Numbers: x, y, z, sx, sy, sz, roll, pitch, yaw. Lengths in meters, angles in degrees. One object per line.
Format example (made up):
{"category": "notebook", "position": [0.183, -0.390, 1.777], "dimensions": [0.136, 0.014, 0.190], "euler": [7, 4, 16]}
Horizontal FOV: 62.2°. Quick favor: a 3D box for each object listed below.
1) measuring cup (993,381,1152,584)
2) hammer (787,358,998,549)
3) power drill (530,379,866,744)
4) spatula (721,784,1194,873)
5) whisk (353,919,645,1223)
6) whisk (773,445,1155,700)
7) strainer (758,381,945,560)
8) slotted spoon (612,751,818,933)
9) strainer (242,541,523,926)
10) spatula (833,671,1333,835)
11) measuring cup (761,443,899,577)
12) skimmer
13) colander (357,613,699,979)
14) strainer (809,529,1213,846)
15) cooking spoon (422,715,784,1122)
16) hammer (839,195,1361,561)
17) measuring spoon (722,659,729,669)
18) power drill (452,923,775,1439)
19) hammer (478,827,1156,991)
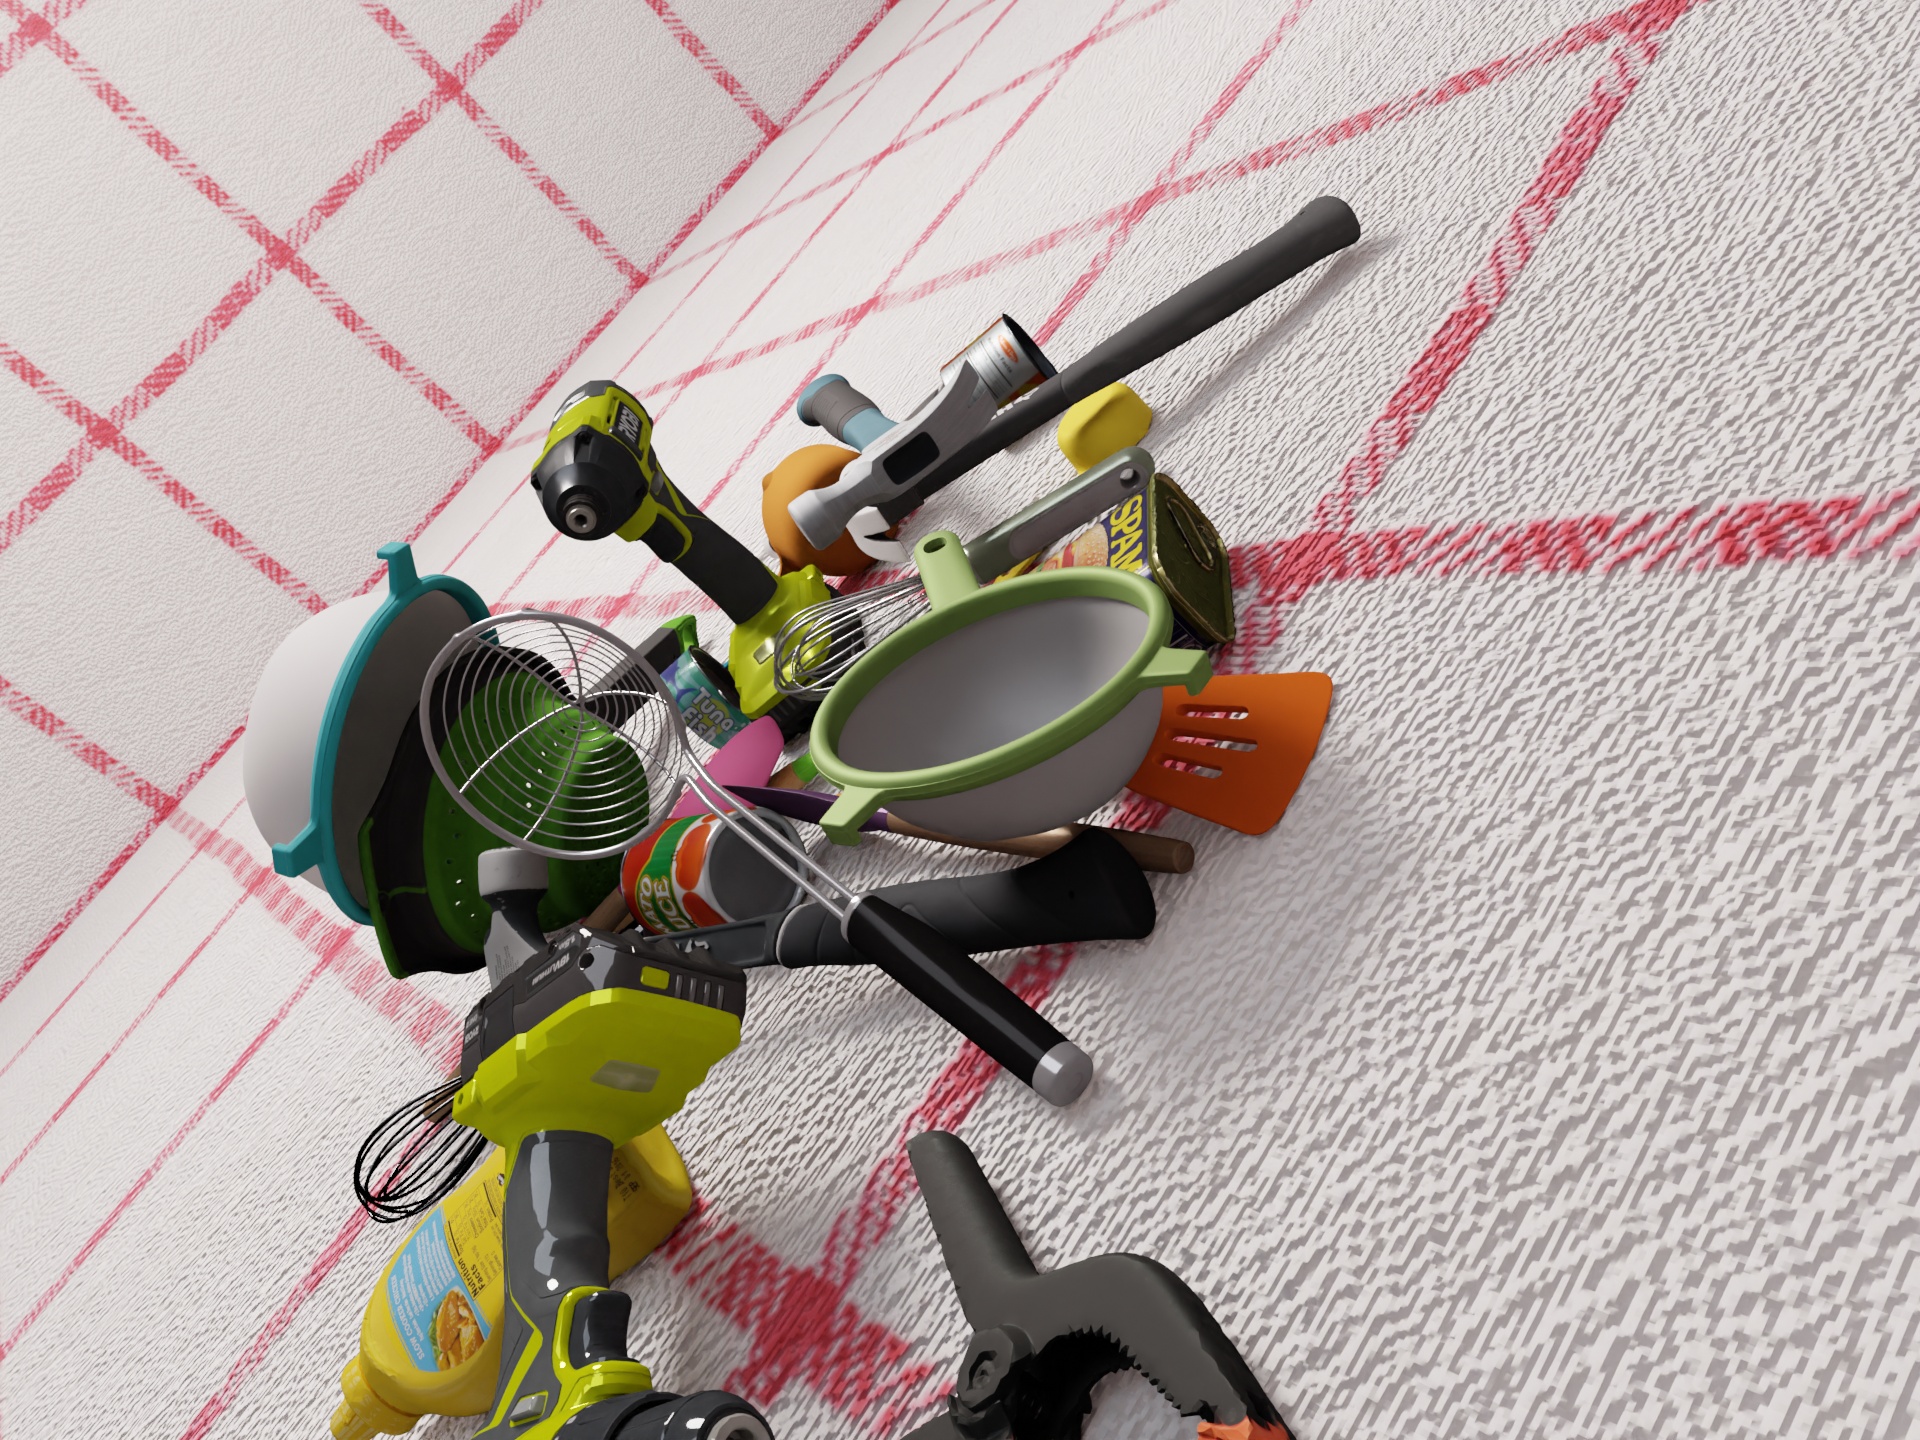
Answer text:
{"category": "measuring cup", "position": [0.056, -0.138, 0.924], "dimensions": [0.156, 0.029, 0.062], "euler": [-54, 26, -21]}
{"category": "hammer", "position": [-0.062, -0.180, 0.970], "dimensions": [0.128, 0.033, 0.331], "euler": [-35, 21, 0]}
{"category": "power drill", "position": [-0.160, -0.093, 0.958], "dimensions": [0.080, 0.223, 0.171], "euler": [-40, 26, 13]}
{"category": "spatula", "position": [-0.011, 0.049, 0.738], "dimensions": [0.316, 0.059, 0.018], "euler": [2, 69, 51]}
{"category": "whisk", "position": [-0.242, 0.185, 0.882], "dimensions": [0.239, 0.055, 0.055], "euler": [-43, 25, -6]}
{"category": "whisk", "position": [0.000, -0.082, 0.885], "dimensions": [0.246, 0.057, 0.059], "euler": [-31, 30, 7]}
{"category": "strainer", "position": [-0.071, -0.177, 1.166], "dimensions": [0.258, 0.050, 0.087], "euler": [-32, 9, 39]}
{"category": "slotted spoon", "position": [-0.110, 0.045, 0.911], "dimensions": [0.313, 0.031, 0.070], "euler": [-37, 20, 20]}
{"category": "strainer", "position": [-0.356, 0.030, 1.007], "dimensions": [0.340, 0.095, 0.211], "euler": [79, -158, -72]}
{"category": "spatula", "position": [0.028, 0.027, 0.734], "dimensions": [0.322, 0.041, 0.081], "euler": [-16, 39, 53]}
{"category": "measuring cup", "position": [-0.101, -0.102, 1.072], "dimensions": [0.052, 0.095, 0.173], "euler": [22, 88, 58]}
{"category": "skimmer", "position": [-0.102, 0.061, 0.661], "dimensions": [0.090, 0.127, 0.364], "euler": [-14, 34, -41]}
{"category": "colander", "position": [-0.231, 0.023, 1.043], "dimensions": [0.094, 0.204, 0.397], "euler": [7, 29, 16]}
{"category": "strainer", "position": [0.014, -0.016, 0.677], "dimensions": [0.151, 0.069, 0.257], "euler": [-24, 25, 3]}
{"category": "cooking spoon", "position": [-0.211, 0.120, 0.926], "dimensions": [0.319, 0.017, 0.069], "euler": [-48, 37, 8]}
{"category": "hammer", "position": [0.073, -0.195, 0.904], "dimensions": [0.335, 0.035, 0.146], "euler": [-30, 22, 9]}
{"category": "measuring spoon", "position": [-0.144, -0.042, 1.108], "dimensions": [0.128, 0.021, 0.042], "euler": [-42, 13, -14]}
{"category": "power drill", "position": [-0.129, 0.196, 0.576], "dimensions": [0.190, 0.080, 0.229], "euler": [-38, 44, 38]}
{"category": "hammer", "position": [-0.089, 0.106, 0.727], "dimensions": [0.409, 0.036, 0.149], "euler": [-14, 78, 38]}
